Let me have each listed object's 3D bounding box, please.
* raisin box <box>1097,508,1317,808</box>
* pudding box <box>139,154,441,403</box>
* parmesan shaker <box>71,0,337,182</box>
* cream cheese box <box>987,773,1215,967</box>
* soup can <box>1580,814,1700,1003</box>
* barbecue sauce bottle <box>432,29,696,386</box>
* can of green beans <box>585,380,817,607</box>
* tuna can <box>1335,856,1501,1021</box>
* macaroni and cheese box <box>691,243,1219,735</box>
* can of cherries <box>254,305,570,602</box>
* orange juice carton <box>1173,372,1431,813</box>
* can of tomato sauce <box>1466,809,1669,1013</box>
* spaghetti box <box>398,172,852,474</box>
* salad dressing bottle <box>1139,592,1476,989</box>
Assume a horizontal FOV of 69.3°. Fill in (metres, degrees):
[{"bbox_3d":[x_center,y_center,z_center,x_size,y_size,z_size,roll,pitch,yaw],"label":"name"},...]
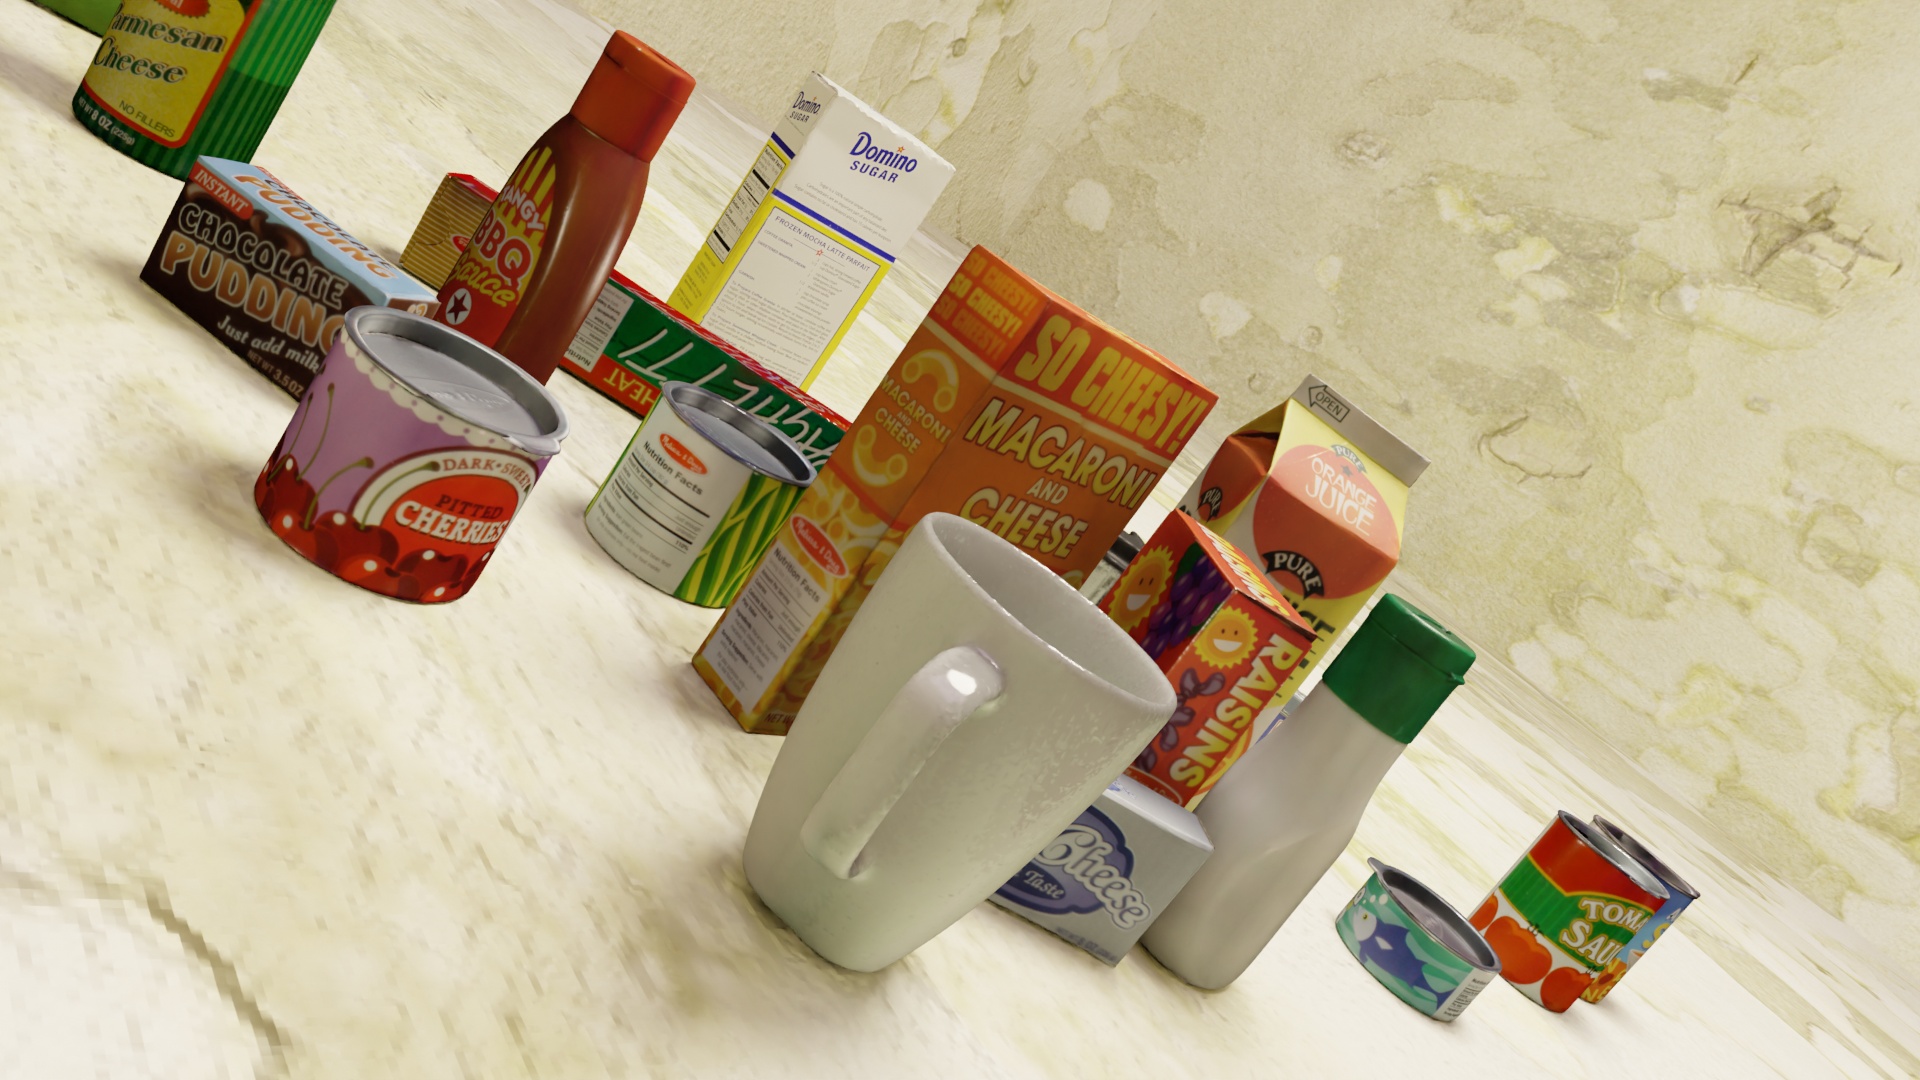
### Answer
[{"bbox_3d":[0.066,0.058,0.504,0.040,0.123,0.086,32,13,-15],"label":"raisin box"},{"bbox_3d":[-0.220,-0.083,0.457,0.084,0.049,0.030,37,13,7],"label":"pudding box"},{"bbox_3d":[-0.300,-0.201,0.560,0.071,0.103,0.071,33,13,-8],"label":"parmesan shaker"},{"bbox_3d":[0.023,0.090,0.441,0.104,0.053,0.024,31,13,-16],"label":"cream cheese box"},{"bbox_3d":[0.366,0.212,0.793,0.071,0.083,0.071,33,13,-8],"label":"soup can"},{"bbox_3d":[-0.160,-0.131,0.560,0.065,0.148,0.043,44,15,34],"label":"barbecue sauce bottle"},{"bbox_3d":[-0.096,-0.017,0.515,0.071,0.057,0.071,33,13,-8],"label":"can of green beans"},{"bbox_3d":[0.201,0.177,0.620,0.071,0.032,0.071,33,13,-8],"label":"tuna can"},{"bbox_3d":[0.002,-0.006,0.478,0.040,0.166,0.124,43,15,33],"label":"macaroni and cheese box"},{"bbox_3d":[-0.153,-0.023,0.392,0.071,0.058,0.072,33,13,-8],"label":"can of cherries"},{"bbox_3d":[0.122,0.024,0.613,0.072,0.192,0.073,33,13,-12],"label":"orange juice carton"},{"bbox_3d":[0.318,0.196,0.731,0.071,0.083,0.071,33,13,-8],"label":"can of tomato sauce"},{"bbox_3d":[-0.138,-0.081,0.654,0.250,0.050,0.029,33,13,-10],"label":"spaghetti box"},{"bbox_3d":[0.117,0.086,0.479,0.064,0.147,0.044,21,19,-47],"label":"salad dressing bottle"}]
